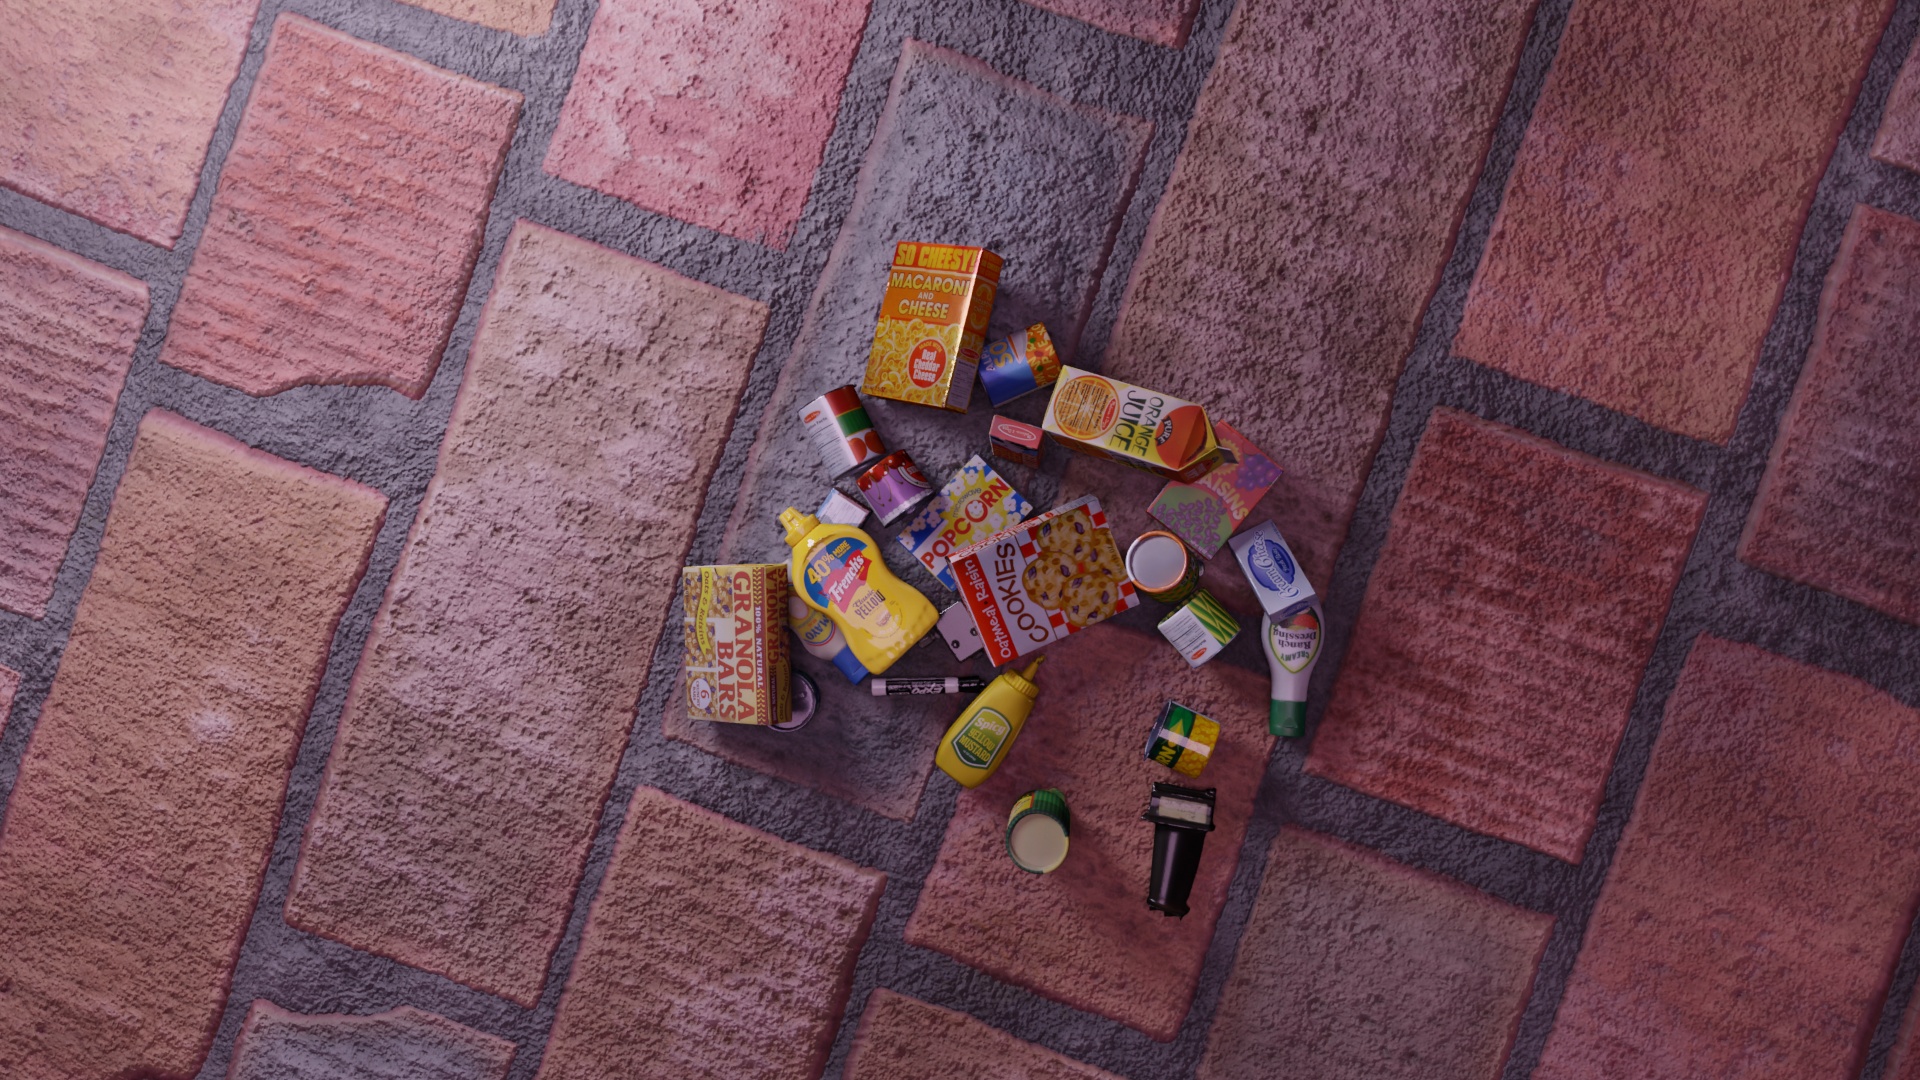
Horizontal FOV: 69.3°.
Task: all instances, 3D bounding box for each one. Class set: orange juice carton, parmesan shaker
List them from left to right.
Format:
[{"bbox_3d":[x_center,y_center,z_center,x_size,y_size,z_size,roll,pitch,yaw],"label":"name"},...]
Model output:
[{"bbox_3d":[0.082,0.297,1.434,0.071,0.103,0.071,0,90,5],"label":"parmesan shaker"},{"bbox_3d":[0.189,-0.112,1.417,0.193,0.072,0.073,19,86,19],"label":"orange juice carton"}]

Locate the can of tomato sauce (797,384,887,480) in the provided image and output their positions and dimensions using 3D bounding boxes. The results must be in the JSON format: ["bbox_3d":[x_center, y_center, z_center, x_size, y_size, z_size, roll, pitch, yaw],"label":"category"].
[{"bbox_3d":[-0.123,-0.115,1.471,0.071,0.071,0.083,-27,89,4],"label":"can of tomato sauce"}]

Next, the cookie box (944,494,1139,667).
[{"bbox_3d":[0.085,0.041,1.444,0.167,0.040,0.122,-24,102,-4],"label":"cookie box"}]

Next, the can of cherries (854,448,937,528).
[{"bbox_3d":[-0.067,-0.056,1.464,0.071,0.071,0.058,-35,86,4],"label":"can of cherries"}]

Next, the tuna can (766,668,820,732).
[{"bbox_3d":[-0.186,0.169,1.490,0.071,0.033,0.071,0,90,4],"label":"tuna can"}]

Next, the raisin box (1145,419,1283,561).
[{"bbox_3d":[0.265,-0.052,1.452,0.086,0.040,0.123,39,92,4],"label":"raisin box"}]

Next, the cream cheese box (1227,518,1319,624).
[{"bbox_3d":[0.321,0.032,1.430,0.053,0.024,0.104,-27,53,6],"label":"cream cheese box"}]

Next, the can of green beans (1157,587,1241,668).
[{"bbox_3d":[0.247,0.090,1.440,0.071,0.071,0.058,-41,86,4],"label":"can of green beans"}]

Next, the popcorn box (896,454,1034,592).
[{"bbox_3d":[0.005,-0.018,1.473,0.085,0.038,0.126,44,93,3],"label":"popcorn box"}]

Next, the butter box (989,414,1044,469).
[{"bbox_3d":[0.059,-0.101,1.437,0.053,0.103,0.024,18,83,6],"label":"butter box"}]

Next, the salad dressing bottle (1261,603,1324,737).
[{"bbox_3d":[0.344,0.129,1.443,0.064,0.044,0.147,3,90,5],"label":"salad dressing bottle"}]

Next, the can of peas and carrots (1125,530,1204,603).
[{"bbox_3d":[0.212,0.028,1.436,0.071,0.058,0.071,-6,74,20],"label":"can of peas and carrots"}]

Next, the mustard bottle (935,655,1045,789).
[{"bbox_3d":[0.039,0.184,1.465,0.065,0.049,0.160,35,93,2],"label":"mustard bottle"}]

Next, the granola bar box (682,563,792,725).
[{"bbox_3d":[-0.236,0.108,1.462,0.124,0.039,0.165,-2,90,37],"label":"granola bar box"}]

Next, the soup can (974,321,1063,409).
[{"bbox_3d":[0.059,-0.186,1.454,0.084,0.071,0.071,-23,88,4],"label":"soup can"}]

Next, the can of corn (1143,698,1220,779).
[{"bbox_3d":[0.229,0.208,1.440,0.058,0.071,0.071,24,92,4],"label":"can of corn"}]

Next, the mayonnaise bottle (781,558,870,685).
[{"bbox_3d":[-0.150,0.090,1.483,0.064,0.041,0.148,-45,86,6],"label":"mayonnaise bottle"}]

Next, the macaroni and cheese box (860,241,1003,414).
[{"bbox_3d":[-0.030,-0.223,1.446,0.124,0.040,0.166,15,91,40],"label":"macaroni and cheese box"}]

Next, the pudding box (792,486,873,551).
[{"bbox_3d":[-0.137,-0.011,1.488,0.050,0.030,0.083,33,93,3],"label":"pudding box"}]
